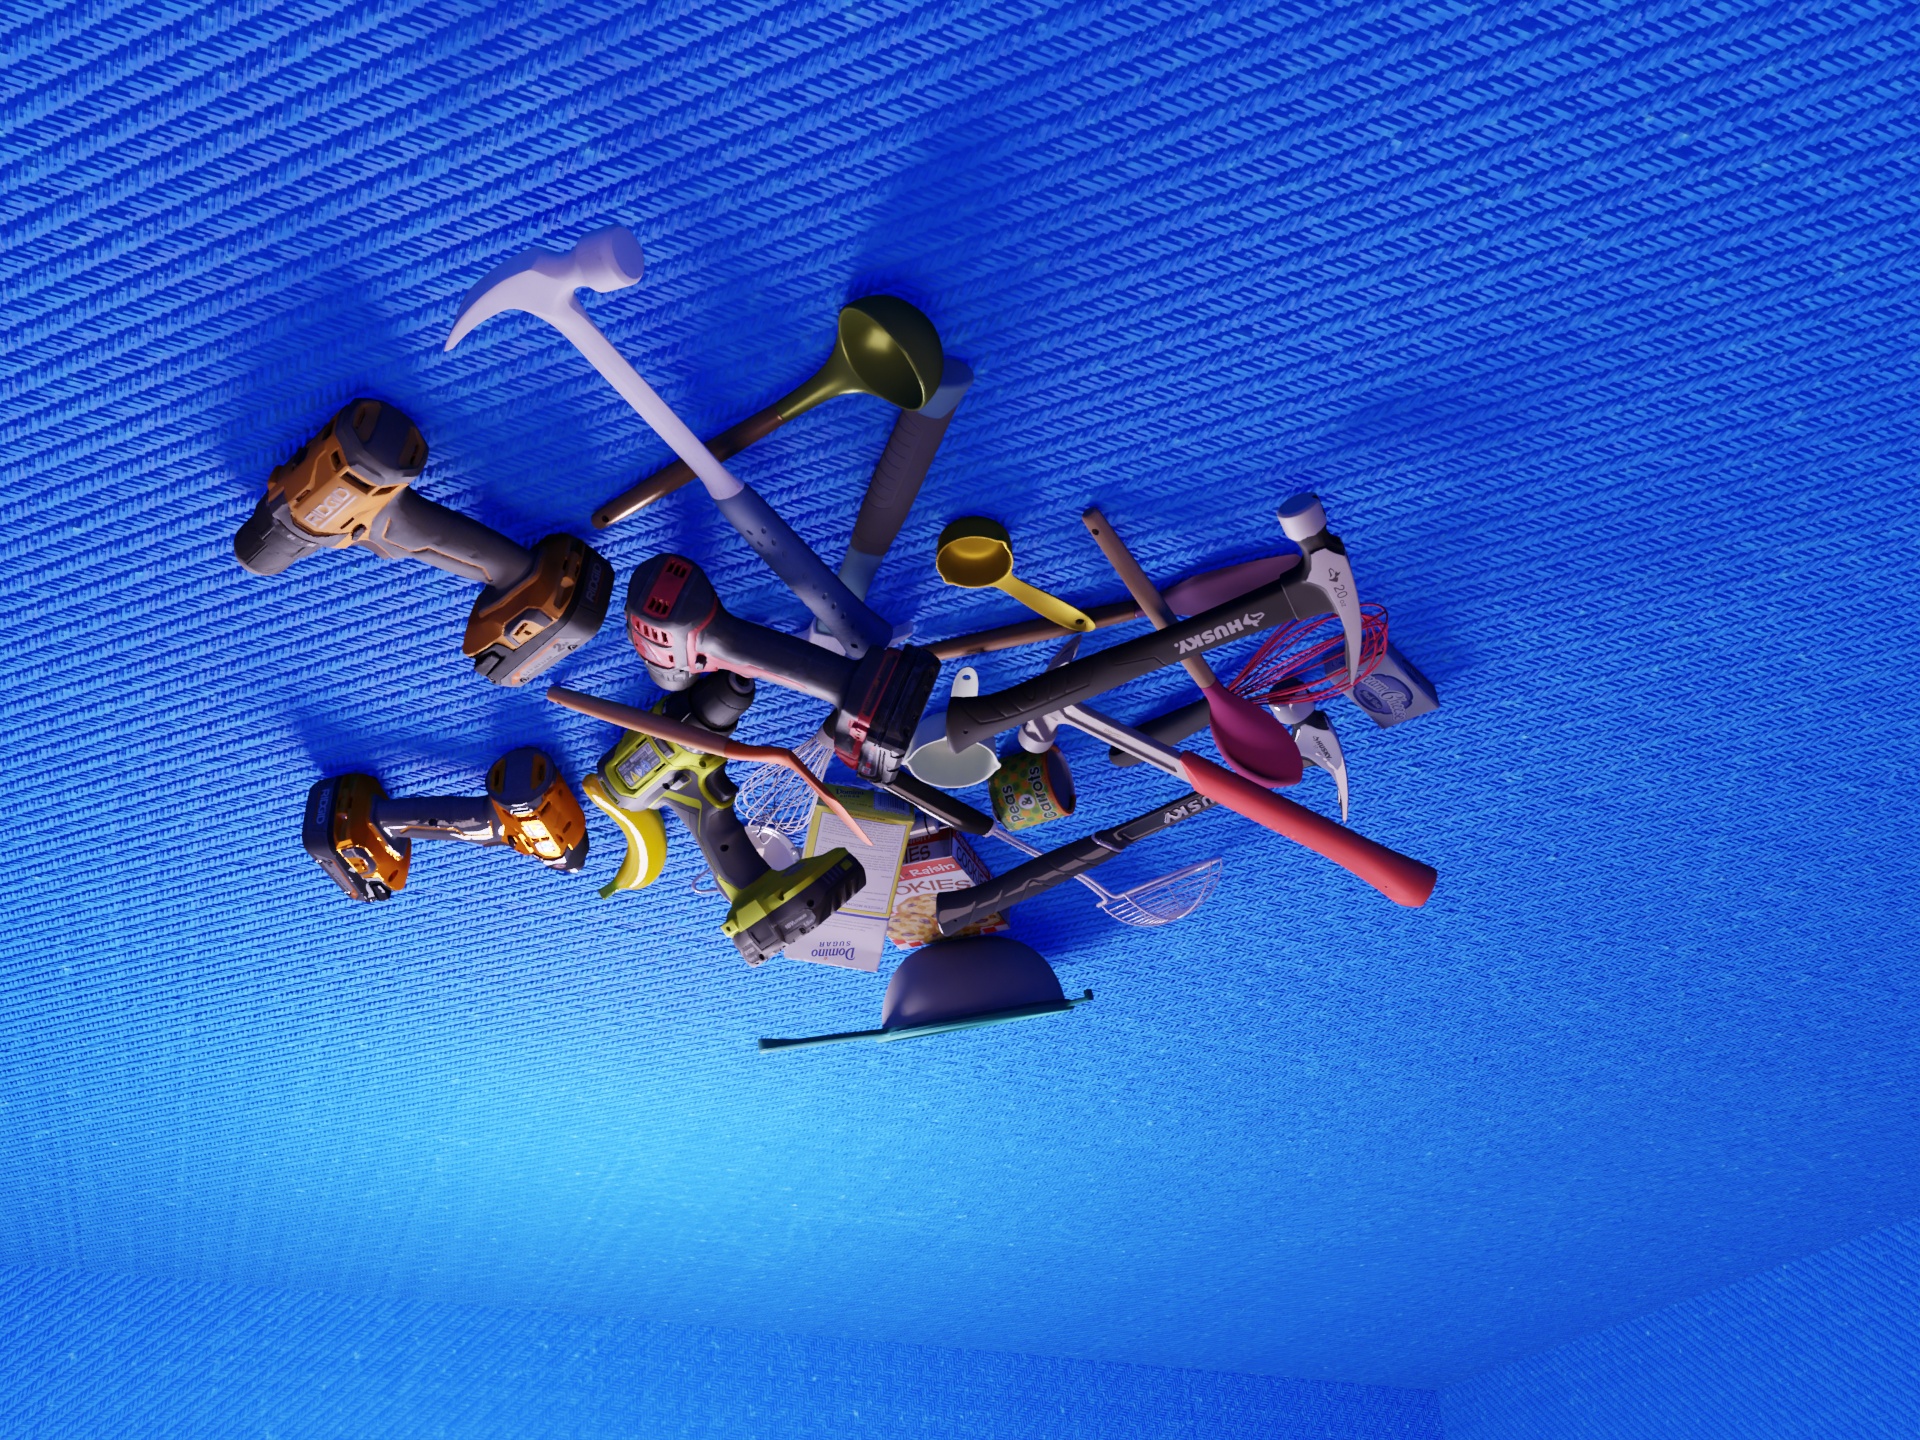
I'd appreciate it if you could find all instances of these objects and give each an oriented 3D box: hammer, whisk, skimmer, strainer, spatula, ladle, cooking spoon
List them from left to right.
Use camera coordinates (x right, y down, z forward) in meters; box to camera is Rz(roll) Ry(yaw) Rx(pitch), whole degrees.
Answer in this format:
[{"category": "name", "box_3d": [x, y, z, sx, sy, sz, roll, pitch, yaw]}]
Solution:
[{"category": "spatula", "box_3d": [-0.204, 0.023, 1.245, 0.323, 0.041, 0.080, 16, 157, 26]}, {"category": "hammer", "box_3d": [-0.164, -0.158, 1.043, 0.144, 0.035, 0.405, -8, 147, 26]}, {"category": "ladle", "box_3d": [-0.141, -0.188, 1.054, 0.320, 0.062, 0.078, -22, 114, 32]}, {"category": "whisk", "box_3d": [-0.119, 0.027, 1.329, 0.070, 0.070, 0.284, 15, 146, -21]}, {"category": "strainer", "box_3d": [-0.128, 0.122, 1.508, 0.258, 0.050, 0.087, -14, 103, 9]}, {"category": "hammer", "box_3d": [-0.064, -0.135, 1.148, 0.128, 0.033, 0.330, 11, 143, -15]}, {"category": "strainer", "box_3d": [-0.049, 0.277, 1.632, 0.340, 0.095, 0.211, -2, 166, -26]}, {"category": "skimmer", "box_3d": [0.083, 0.102, 1.493, 0.363, 0.090, 0.127, 28, 147, -20]}, {"category": "spatula", "box_3d": [0.112, -0.080, 1.244, 0.316, 0.018, 0.059, -11, 143, 13]}, {"category": "hammer", "box_3d": [0.151, 0.103, 1.414, 0.409, 0.036, 0.149, -27, 122, 20]}, {"category": "hammer", "box_3d": [0.137, -0.044, 1.193, 0.335, 0.035, 0.146, -22, 118, 19]}, {"category": "cooking spoon", "box_3d": [0.179, -0.047, 1.231, 0.069, 0.017, 0.318, -11, 132, 38]}, {"category": "hammer", "box_3d": [0.223, 0.052, 1.291, 0.359, 0.037, 0.149, 26, 149, 1]}, {"category": "whisk", "box_3d": [0.229, -0.022, 1.298, 0.073, 0.073, 0.296, 25, 142, -32]}]

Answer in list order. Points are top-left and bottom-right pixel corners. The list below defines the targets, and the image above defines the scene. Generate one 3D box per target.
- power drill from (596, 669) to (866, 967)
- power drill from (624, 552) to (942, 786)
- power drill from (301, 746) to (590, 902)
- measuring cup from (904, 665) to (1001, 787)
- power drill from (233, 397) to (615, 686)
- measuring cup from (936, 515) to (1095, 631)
[{"category": "power drill", "box_3d": [-0.185, 0.075, 1.324, 0.190, 0.080, 0.228, -36, 91, 39]}, {"category": "power drill", "box_3d": [-0.139, -0.033, 1.172, 0.226, 0.080, 0.187, 23, 161, -1]}, {"category": "power drill", "box_3d": [-0.453, 0.102, 1.439, 0.226, 0.084, 0.164, -8, 145, 3]}, {"category": "measuring cup", "box_3d": [-0.002, -0.004, 1.335, 0.083, 0.038, 0.167, 3, 143, -5]}, {"category": "power drill", "box_3d": [-0.387, -0.113, 1.135, 0.185, 0.084, 0.226, -28, 133, 33]}, {"category": "measuring cup", "box_3d": [0.046, -0.108, 1.197, 0.156, 0.029, 0.062, 26, 136, -36]}]
